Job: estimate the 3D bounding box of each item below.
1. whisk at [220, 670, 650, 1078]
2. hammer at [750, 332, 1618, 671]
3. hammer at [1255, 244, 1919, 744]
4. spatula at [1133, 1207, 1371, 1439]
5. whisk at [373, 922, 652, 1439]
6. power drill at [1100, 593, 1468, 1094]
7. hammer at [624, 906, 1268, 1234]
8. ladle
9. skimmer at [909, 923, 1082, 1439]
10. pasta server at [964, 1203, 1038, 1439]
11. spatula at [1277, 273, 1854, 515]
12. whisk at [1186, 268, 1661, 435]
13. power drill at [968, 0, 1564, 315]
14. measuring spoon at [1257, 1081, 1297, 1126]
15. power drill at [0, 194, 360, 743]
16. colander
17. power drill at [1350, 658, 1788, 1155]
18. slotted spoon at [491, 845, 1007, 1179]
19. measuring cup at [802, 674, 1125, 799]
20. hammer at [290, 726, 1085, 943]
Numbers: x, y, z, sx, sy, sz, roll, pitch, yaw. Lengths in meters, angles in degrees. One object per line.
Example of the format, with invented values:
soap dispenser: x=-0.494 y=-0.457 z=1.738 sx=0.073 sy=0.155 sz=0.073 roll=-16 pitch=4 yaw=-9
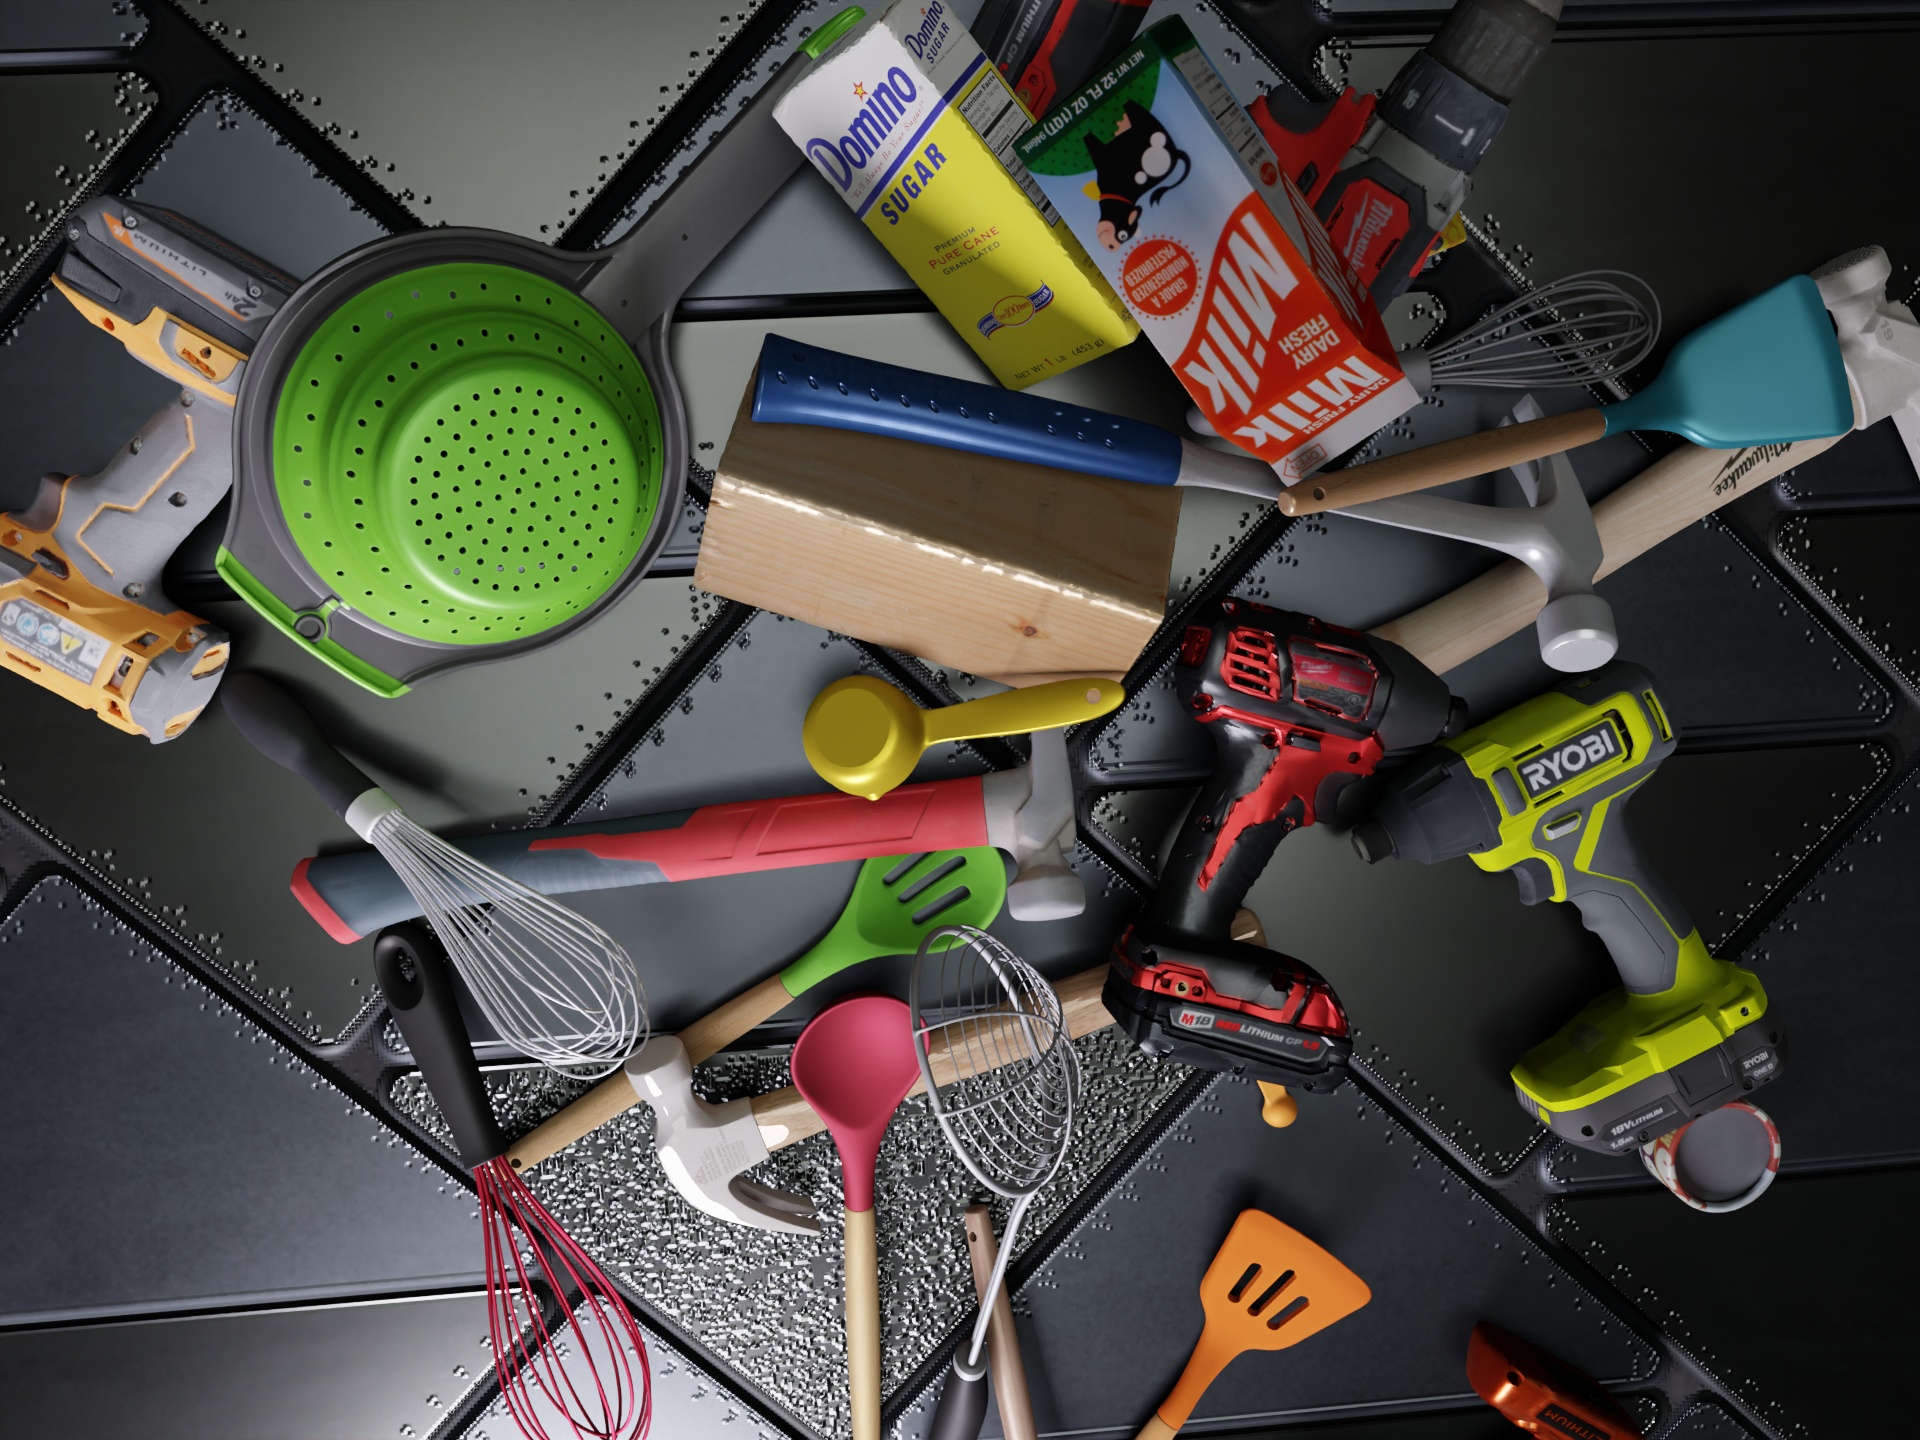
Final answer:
whisk: x=-0.254 y=0.065 z=0.746 sx=0.285 sy=0.070 sz=0.070 roll=38 pitch=94 yaw=15
hammer: x=0.108 y=-0.121 z=0.730 sx=0.405 sy=0.035 sz=0.144 roll=10 pitch=58 yaw=-12
hammer: x=0.323 y=-0.078 z=0.824 sx=0.410 sy=0.038 sz=0.146 roll=-31 pitch=101 yaw=1
spatula: x=0.100 y=0.408 z=0.875 sx=0.081 sy=0.041 sz=0.322 roll=35 pitch=96 yaw=4
whisk: x=-0.231 y=0.239 z=0.799 sx=0.073 sy=0.073 sz=0.296 roll=-24 pitch=87 yaw=-1
power drill: x=0.158 y=0.059 z=0.776 sx=0.143 sy=0.078 sz=0.219 roll=14 pitch=94 yaw=-8
hammer: x=0.005 y=0.172 z=0.828 sx=0.331 sy=0.031 sz=0.130 roll=-20 pitch=113 yaw=-5
ladle: x=-0.050 y=0.270 z=0.820 sx=0.069 sy=0.031 sz=0.315 roll=-5 pitch=112 yaw=-12
skimmer: x=-0.011 y=0.271 z=0.801 sx=0.090 sy=0.127 sz=0.363 roll=15 pitch=117 yaw=5
pasta server: x=0.035 y=0.419 z=0.858 sx=0.060 sy=0.040 sz=0.316 roll=-10 pitch=92 yaw=37
spatula: x=0.285 y=-0.139 z=0.744 sx=0.317 sy=0.044 sz=0.082 roll=-17 pitch=91 yaw=-22
whisk: x=0.230 y=-0.179 z=0.796 sx=0.239 sy=0.055 sz=0.055 roll=-12 pitch=99 yaw=2
power drill: x=0.130 y=-0.289 z=0.707 sx=0.227 sy=0.080 sz=0.187 roll=35 pitch=119 yaw=3
measuring spoon: x=0.161 y=0.173 z=0.844 sx=0.021 sy=0.011 sz=0.116 roll=-22 pitch=116 yaw=-6
power drill: x=-0.404 y=-0.126 z=0.736 sx=0.185 sy=0.084 sz=0.226 roll=29 pitch=100 yaw=-7
colander: x=-0.154 y=-0.172 z=0.713 sx=0.397 sy=0.095 sz=0.204 roll=-49 pitch=124 yaw=-5
power drill: x=0.318 y=0.102 z=0.832 sx=0.171 sy=0.080 sz=0.223 roll=-27 pitch=96 yaw=-1
slotted spoon: x=-0.113 y=0.149 z=0.826 sx=0.314 sy=0.031 sz=0.070 roll=-33 pitch=100 yaw=3
measuring cup: x=-0.001 y=-0.002 z=0.747 sx=0.156 sy=0.029 sz=0.062 roll=-10 pitch=76 yaw=15
hammer: x=-0.138 y=0.046 z=0.793 sx=0.386 sy=0.038 sz=0.143 roll=-6 pitch=74 yaw=2
